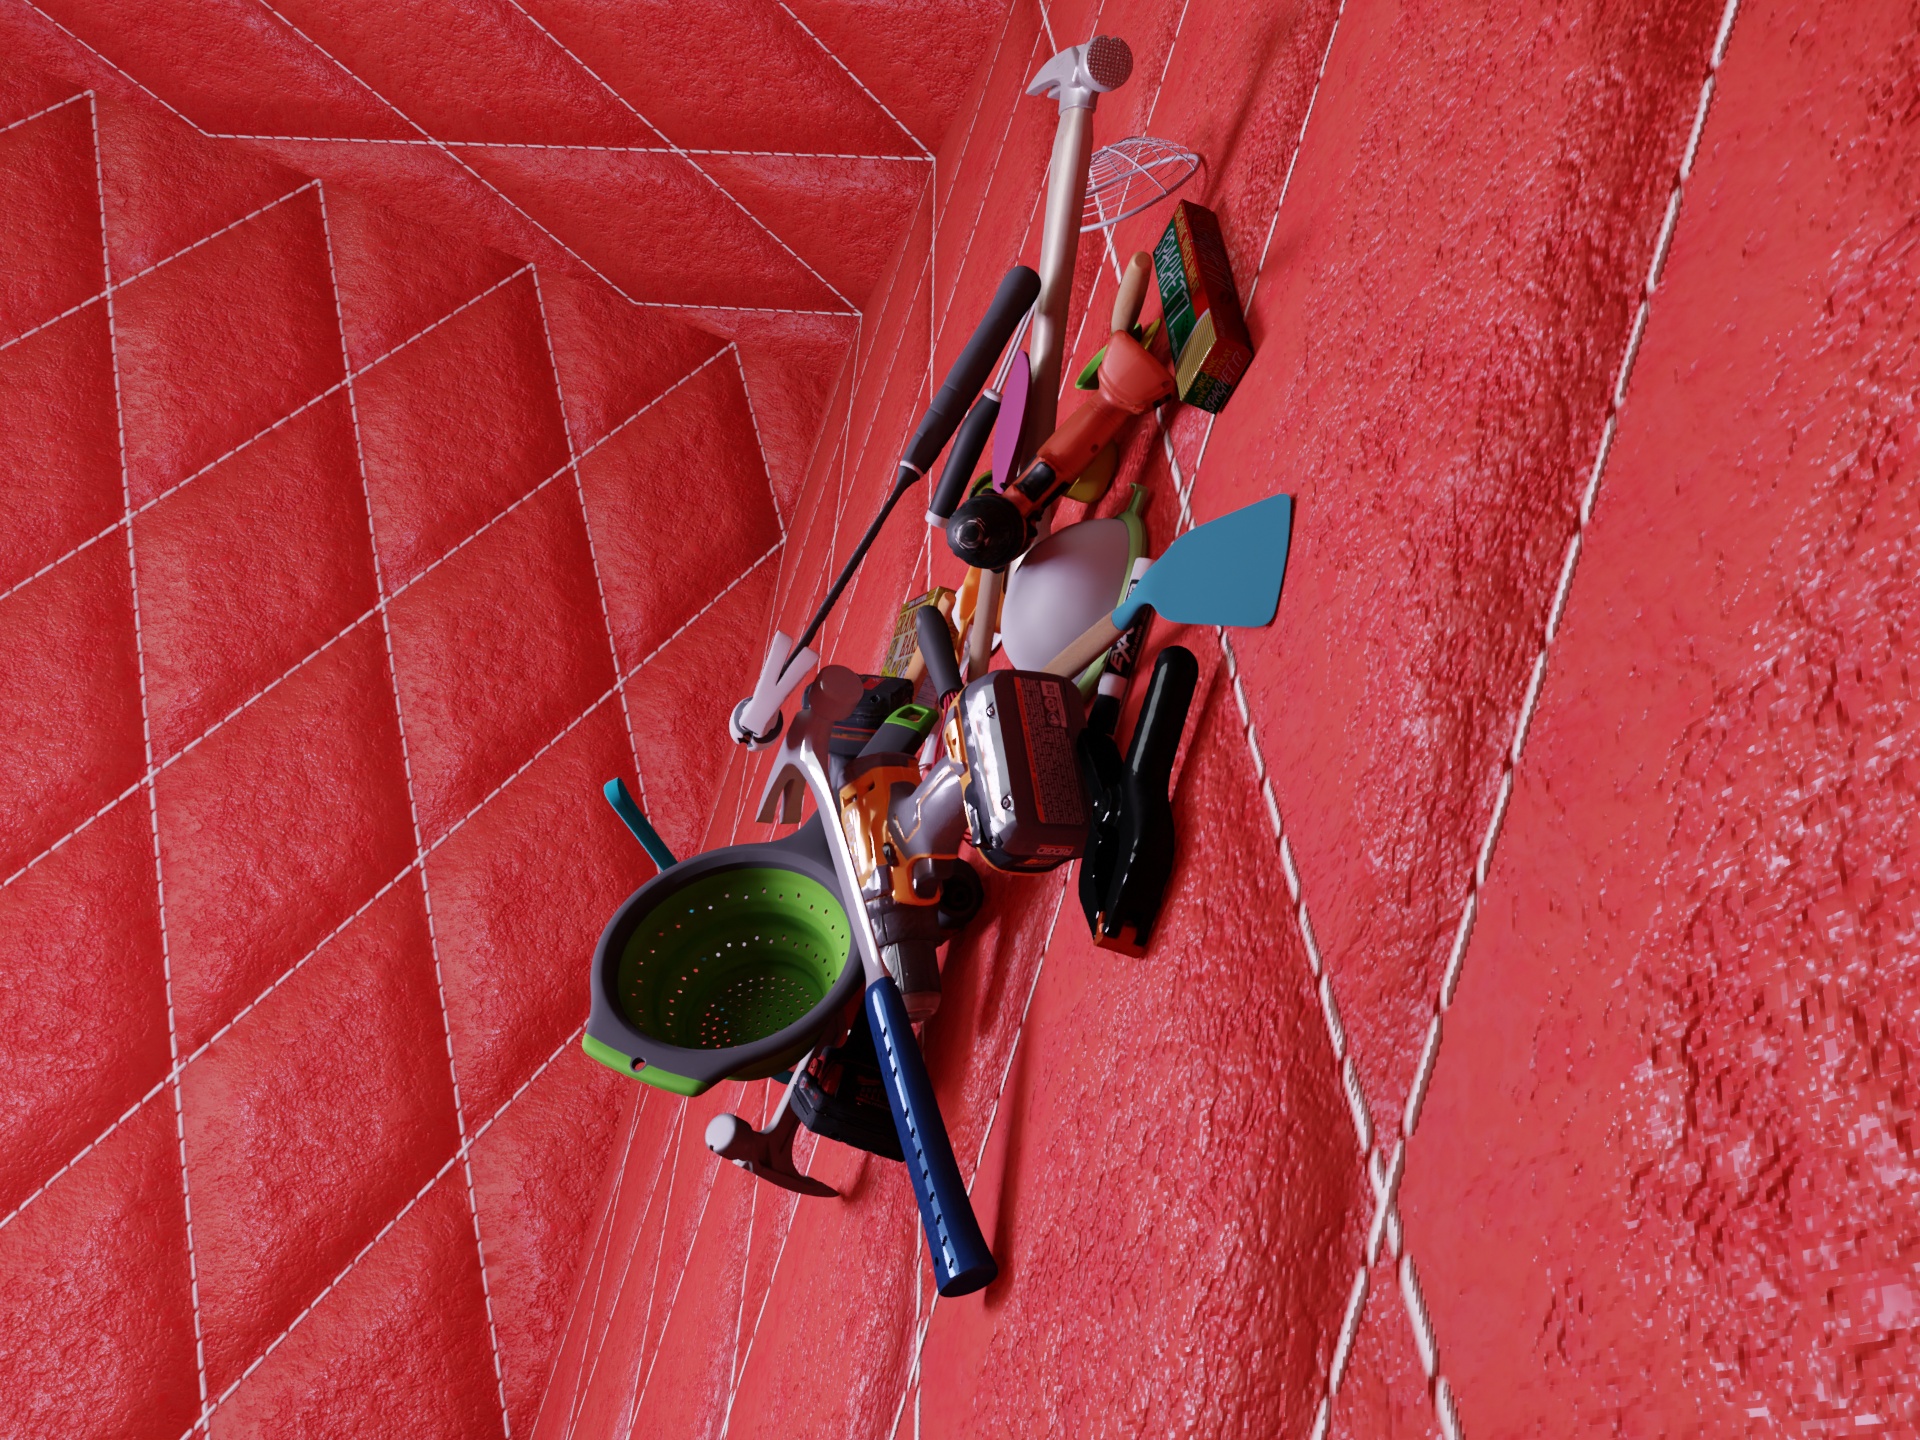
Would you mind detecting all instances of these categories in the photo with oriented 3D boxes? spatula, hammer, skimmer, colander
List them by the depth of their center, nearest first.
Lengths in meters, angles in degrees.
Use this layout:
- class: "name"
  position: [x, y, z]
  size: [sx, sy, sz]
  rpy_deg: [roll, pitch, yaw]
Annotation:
- class: "spatula"
  position: [0.098, -0.048, 0.979]
  size: [0.317, 0.044, 0.082]
  rpy_deg: [140, 146, -63]
- class: "hammer"
  position: [-0.055, 0.162, 1.008]
  size: [0.144, 0.035, 0.406]
  rpy_deg: [-57, 41, 41]
- class: "hammer"
  position: [-0.043, -0.166, 1.118]
  size: [0.409, 0.036, 0.149]
  rpy_deg: [-61, 5, -22]
- class: "colander"
  position: [-0.118, 0.141, 1.209]
  size: [0.397, 0.204, 0.094]
  rpy_deg: [-53, -33, -37]
- class: "hammer"
  position: [0.066, -0.302, 1.233]
  size: [0.146, 0.038, 0.410]
  rpy_deg: [-147, 62, -71]
- class: "hammer"
  position: [-0.073, 0.199, 1.272]
  size: [0.037, 0.149, 0.359]
  rpy_deg: [14, 71, 39]
- class: "skimmer"
  position: [0.079, -0.317, 1.329]
  size: [0.363, 0.090, 0.127]
  rpy_deg: [-65, 22, 17]
- class: "spatula"
  position: [-0.048, -0.005, 1.471]
  size: [0.322, 0.041, 0.081]
  rpy_deg: [116, 166, -47]

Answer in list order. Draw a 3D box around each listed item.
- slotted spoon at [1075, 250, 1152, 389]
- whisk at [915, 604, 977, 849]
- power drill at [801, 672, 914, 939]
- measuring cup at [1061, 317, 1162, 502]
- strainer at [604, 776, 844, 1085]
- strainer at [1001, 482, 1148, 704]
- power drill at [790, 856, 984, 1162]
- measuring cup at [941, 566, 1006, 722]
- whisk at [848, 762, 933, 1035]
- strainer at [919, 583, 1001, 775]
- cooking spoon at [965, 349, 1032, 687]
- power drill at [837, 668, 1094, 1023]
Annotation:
- class: "slotted spoon"
  position: [0.117, -0.286, 1.144]
  size: [0.070, 0.031, 0.314]
  rpy_deg: [-47, -1, 1]
- class: "whisk"
  position: [-0.002, -0.004, 1.211]
  size: [0.296, 0.073, 0.073]
  rpy_deg: [-108, 38, -52]
- class: "power drill"
  position: [-0.092, 0.074, 1.408]
  size: [0.188, 0.080, 0.226]
  rpy_deg: [-48, -37, -78]
- class: "measuring cup"
  position: [0.122, -0.232, 1.205]
  size: [0.156, 0.029, 0.062]
  rpy_deg: [-59, 17, 31]
- class: "strainer"
  position: [-0.184, 0.165, 1.405]
  size: [0.095, 0.340, 0.211]
  rpy_deg: [-27, 28, 8]
- class: "strainer"
  position: [0.050, -0.064, 1.160]
  size: [0.256, 0.069, 0.152]
  rpy_deg: [133, 153, -57]
- class: "power drill"
  position: [-0.045, 0.201, 1.170]
  size: [0.143, 0.078, 0.220]
  rpy_deg: [168, 123, -75]
- class: "measuring cup"
  position: [0.028, -0.074, 1.312]
  size: [0.095, 0.052, 0.174]
  rpy_deg: [162, 124, -74]
- class: "whisk"
  position: [-0.054, 0.155, 1.339]
  size: [0.057, 0.059, 0.246]
  rpy_deg: [22, -99, -59]
- class: "strainer"
  position: [-0.003, -0.036, 1.413]
  size: [0.087, 0.050, 0.258]
  rpy_deg: [41, 115, 61]
- class: "cooking spoon"
  position: [0.027, -0.127, 1.239]
  size: [0.069, 0.017, 0.318]
  rpy_deg: [-121, 37, -67]
- class: "power drill"
  position: [-0.003, 0.085, 1.034]
  size: [0.226, 0.084, 0.185]
  rpy_deg: [-35, 57, 49]
